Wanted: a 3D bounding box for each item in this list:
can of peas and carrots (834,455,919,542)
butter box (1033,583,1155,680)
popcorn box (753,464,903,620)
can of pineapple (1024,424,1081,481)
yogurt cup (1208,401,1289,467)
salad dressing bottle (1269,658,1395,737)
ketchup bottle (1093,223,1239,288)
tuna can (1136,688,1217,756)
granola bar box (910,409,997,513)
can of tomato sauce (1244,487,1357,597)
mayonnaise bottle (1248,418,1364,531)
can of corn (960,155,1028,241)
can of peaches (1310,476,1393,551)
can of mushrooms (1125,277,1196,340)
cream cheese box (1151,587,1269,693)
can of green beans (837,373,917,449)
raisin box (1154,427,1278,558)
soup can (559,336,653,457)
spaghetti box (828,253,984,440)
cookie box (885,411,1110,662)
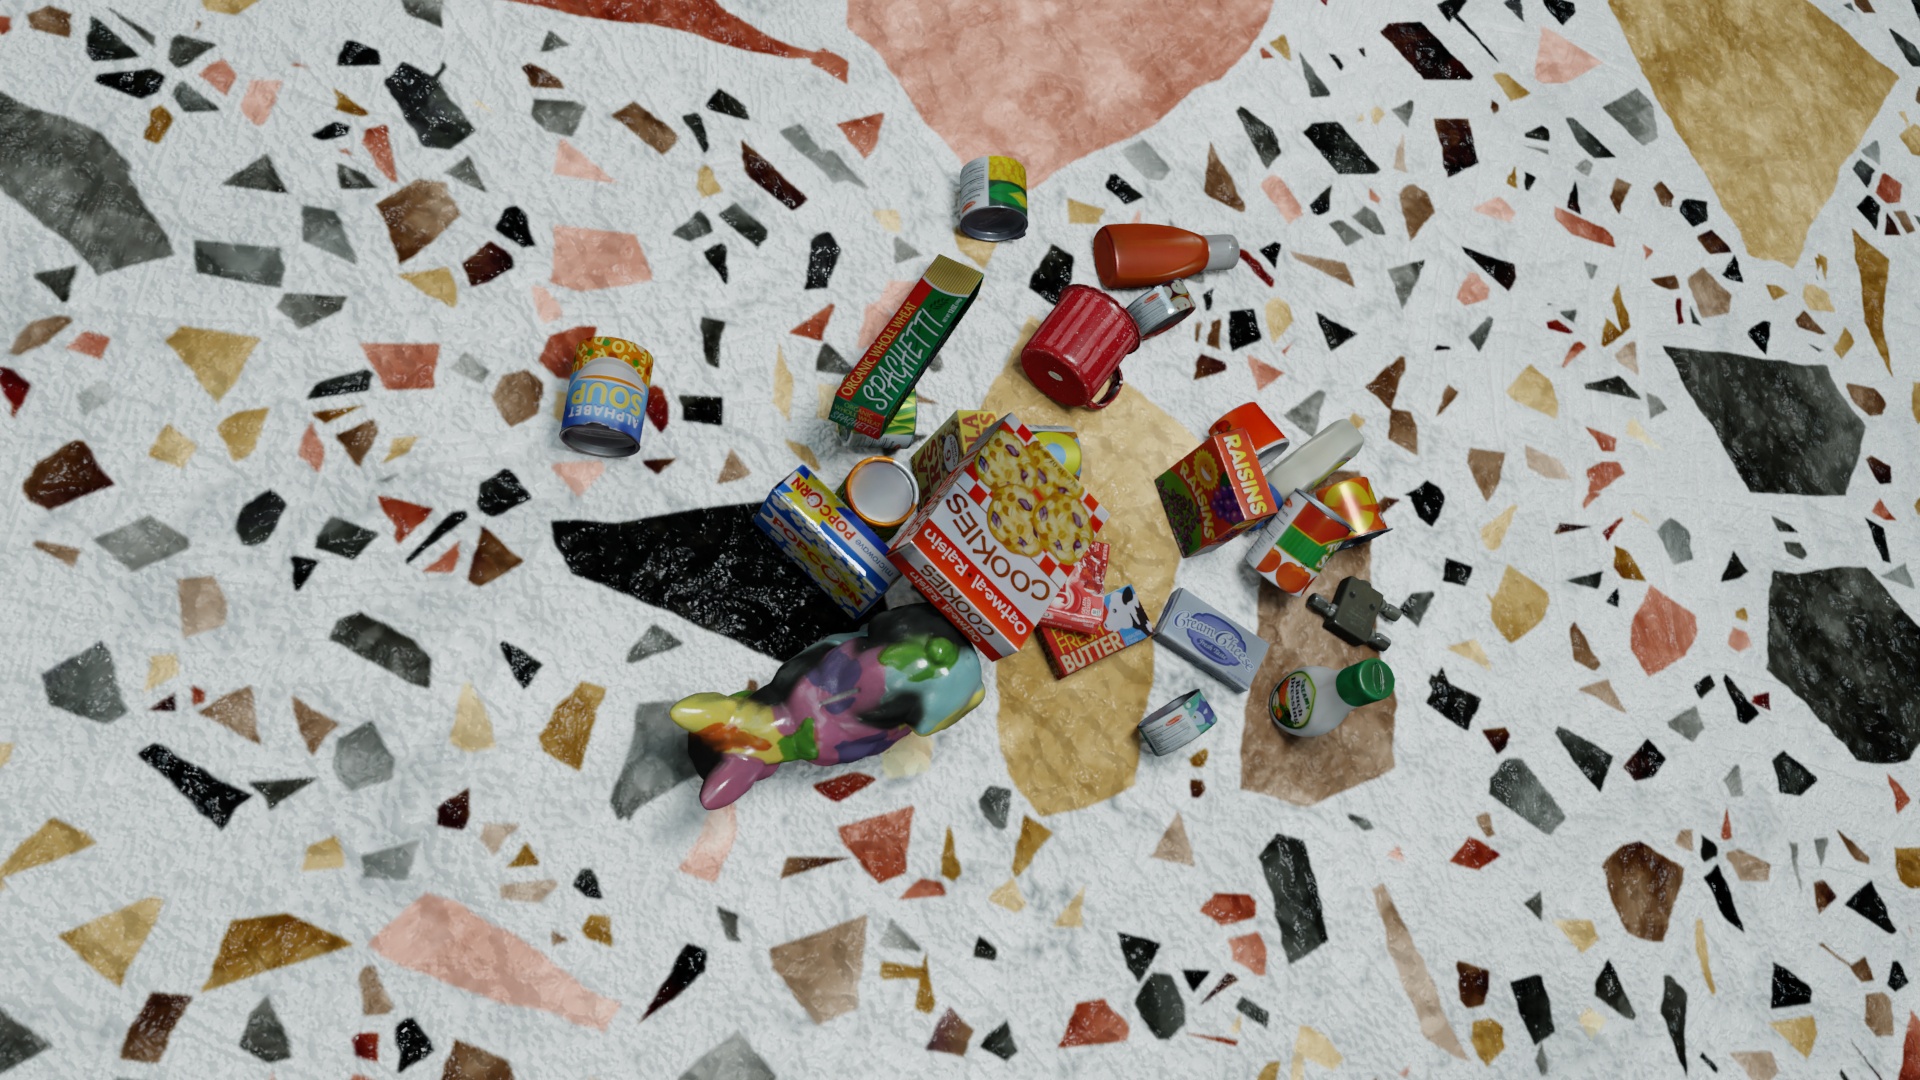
[{"bbox_3d":[-0.077,-0.033,1.217,0.071,0.058,0.071,6,71,-17],"label":"can of peas and carrots"},{"bbox_3d":[0.122,0.083,1.266,0.104,0.024,0.053,-23,81,-24],"label":"butter box"},{"bbox_3d":[-0.111,0.003,1.179,0.126,0.085,0.038,44,64,0],"label":"popcorn box"},{"bbox_3d":[0.073,-0.072,1.278,0.058,0.070,0.071,0,73,-19],"label":"can of pineapple"},{"bbox_3d":[0.279,-0.099,1.359,0.072,0.072,0.054,-23,74,-24],"label":"yogurt cup"},{"bbox_3d":[0.334,0.139,1.252,0.044,0.147,0.064,6,71,-17],"label":"salad dressing bottle"},{"bbox_3d":[0.211,-0.290,1.408,0.149,0.043,0.065,-6,76,-21],"label":"ketchup bottle"},{"bbox_3d":[0.195,0.163,1.244,0.071,0.071,0.033,-30,85,-24],"label":"tuna can"},{"bbox_3d":[0.004,-0.015,1.203,0.039,0.123,0.166,-2,74,-22],"label":"granola bar box"},{"bbox_3d":[0.322,0.004,1.318,0.071,0.071,0.083,33,104,-6],"label":"can of tomato sauce"},{"bbox_3d":[0.329,-0.062,1.365,0.148,0.064,0.041,-36,80,-21],"label":"mayonnaise bottle"},{"bbox_3d":[0.034,-0.331,1.350,0.071,0.071,0.058,5,71,-17],"label":"can of corn"},{"bbox_3d":[0.381,-0.026,1.366,0.071,0.071,0.058,-14,77,-22],"label":"can of peaches"},{"bbox_3d":[0.198,-0.228,1.372,0.071,0.070,0.033,-26,83,-24],"label":"can of mushrooms"},{"bbox_3d":[0.234,0.094,1.300,0.104,0.024,0.053,33,65,-6],"label":"cream cheese box"},{"bbox_3d":[-0.075,-0.115,1.241,0.058,0.071,0.071,1,73,-18],"label":"can of green beans"},{"bbox_3d":[0.236,-0.042,1.291,0.040,0.123,0.086,-13,77,-22],"label":"raisin box"},{"bbox_3d":[-0.296,-0.121,1.165,0.071,0.071,0.084,10,70,-16],"label":"soup can"},{"bbox_3d":[-0.044,-0.178,1.242,0.050,0.028,0.251,24,45,5],"label":"spaghetti box"},{"bbox_3d":[0.033,-0.004,1.112,0.123,0.040,0.168,45,53,-11],"label":"cookie box"}]
